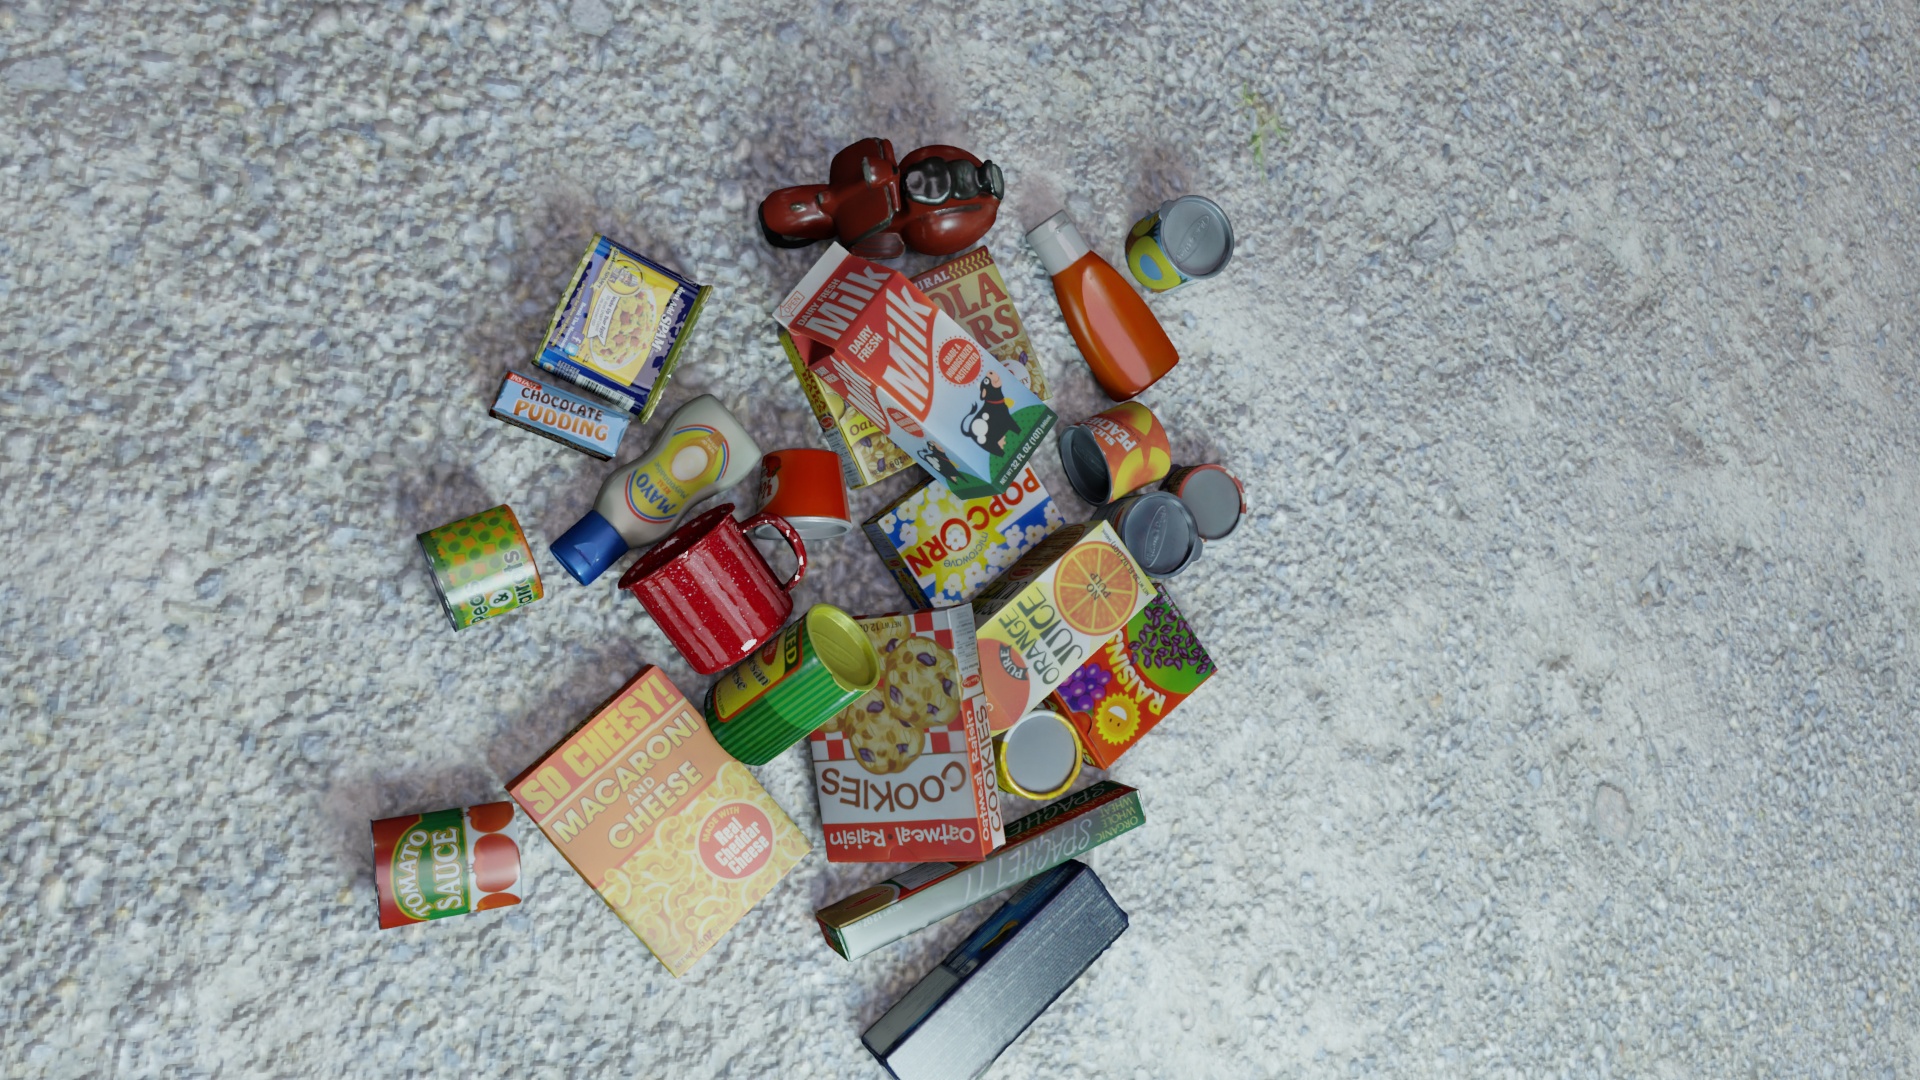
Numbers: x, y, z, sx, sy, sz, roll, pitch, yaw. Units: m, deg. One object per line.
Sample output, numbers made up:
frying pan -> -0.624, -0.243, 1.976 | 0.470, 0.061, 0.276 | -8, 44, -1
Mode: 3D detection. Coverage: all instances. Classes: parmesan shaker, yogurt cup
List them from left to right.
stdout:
parmesan shaker -> -0.113, 0.098, 0.917 | 0.103, 0.071, 0.071 | -37, 104, 23
yogurt cup -> -0.109, -0.032, 0.960 | 0.072, 0.072, 0.054 | 2, 78, -22

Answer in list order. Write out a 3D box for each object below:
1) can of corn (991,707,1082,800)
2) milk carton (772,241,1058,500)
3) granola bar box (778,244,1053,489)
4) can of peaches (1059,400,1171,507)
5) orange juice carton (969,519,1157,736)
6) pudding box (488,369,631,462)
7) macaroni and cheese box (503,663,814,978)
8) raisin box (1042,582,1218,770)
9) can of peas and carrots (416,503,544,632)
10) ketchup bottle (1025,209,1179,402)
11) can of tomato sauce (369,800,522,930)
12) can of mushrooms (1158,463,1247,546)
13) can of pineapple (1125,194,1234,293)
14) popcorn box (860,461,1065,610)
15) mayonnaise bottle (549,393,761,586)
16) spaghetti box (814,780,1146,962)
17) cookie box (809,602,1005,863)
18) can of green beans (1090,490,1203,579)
can of corn -> 0.049, 0.156, 1.014 | 0.071, 0.058, 0.071 | 1, 86, -22
milk carton -> -0.034, -0.115, 0.945 | 0.190, 0.073, 0.072 | 41, 73, -15
granola bar box -> -0.029, -0.127, 1.011 | 0.166, 0.039, 0.124 | -28, 97, -22
can of peaches -> 0.117, -0.068, 1.050 | 0.058, 0.071, 0.071 | -24, 96, -23
orange juice carton -> 0.042, 0.071, 1.009 | 0.193, 0.073, 0.071 | -40, 102, -19
pudding box -> -0.262, -0.081, 0.907 | 0.084, 0.049, 0.030 | 22, 81, -20
macaroni and cheese box -> -0.198, 0.184, 0.921 | 0.124, 0.040, 0.166 | -42, 103, -20
raisin box -> 0.125, 0.102, 1.059 | 0.124, 0.040, 0.086 | -37, 101, -19
can of peas and carrots -> -0.301, 0.018, 0.874 | 0.059, 0.071, 0.071 | -23, 95, -22
ketchup bottle -> 0.105, -0.182, 1.067 | 0.065, 0.043, 0.148 | -39, 101, -21
can of tomato sauce -> -0.316, 0.199, 0.855 | 0.083, 0.071, 0.071 | -5, 89, -23
can of mushrooms -> 0.190, -0.029, 1.097 | 0.071, 0.033, 0.071 | 1, 87, -22
can of pineapple -> 0.170, -0.233, 1.089 | 0.071, 0.058, 0.071 | 1, 86, -22
popcorn box -> 0.004, -0.013, 1.017 | 0.127, 0.038, 0.085 | -36, 101, -20
mayonnaise bottle -> -0.206, -0.031, 0.931 | 0.148, 0.041, 0.064 | -44, 103, -19
spaghetti box -> 0.019, 0.234, 1.002 | 0.251, 0.050, 0.028 | -20, 96, -22
cookie box -> -0.043, 0.133, 0.947 | 0.040, 0.123, 0.167 | -8, 90, -64
can of green beans -> 0.139, -0.003, 1.061 | 0.071, 0.057, 0.071 | 1, 86, -22
